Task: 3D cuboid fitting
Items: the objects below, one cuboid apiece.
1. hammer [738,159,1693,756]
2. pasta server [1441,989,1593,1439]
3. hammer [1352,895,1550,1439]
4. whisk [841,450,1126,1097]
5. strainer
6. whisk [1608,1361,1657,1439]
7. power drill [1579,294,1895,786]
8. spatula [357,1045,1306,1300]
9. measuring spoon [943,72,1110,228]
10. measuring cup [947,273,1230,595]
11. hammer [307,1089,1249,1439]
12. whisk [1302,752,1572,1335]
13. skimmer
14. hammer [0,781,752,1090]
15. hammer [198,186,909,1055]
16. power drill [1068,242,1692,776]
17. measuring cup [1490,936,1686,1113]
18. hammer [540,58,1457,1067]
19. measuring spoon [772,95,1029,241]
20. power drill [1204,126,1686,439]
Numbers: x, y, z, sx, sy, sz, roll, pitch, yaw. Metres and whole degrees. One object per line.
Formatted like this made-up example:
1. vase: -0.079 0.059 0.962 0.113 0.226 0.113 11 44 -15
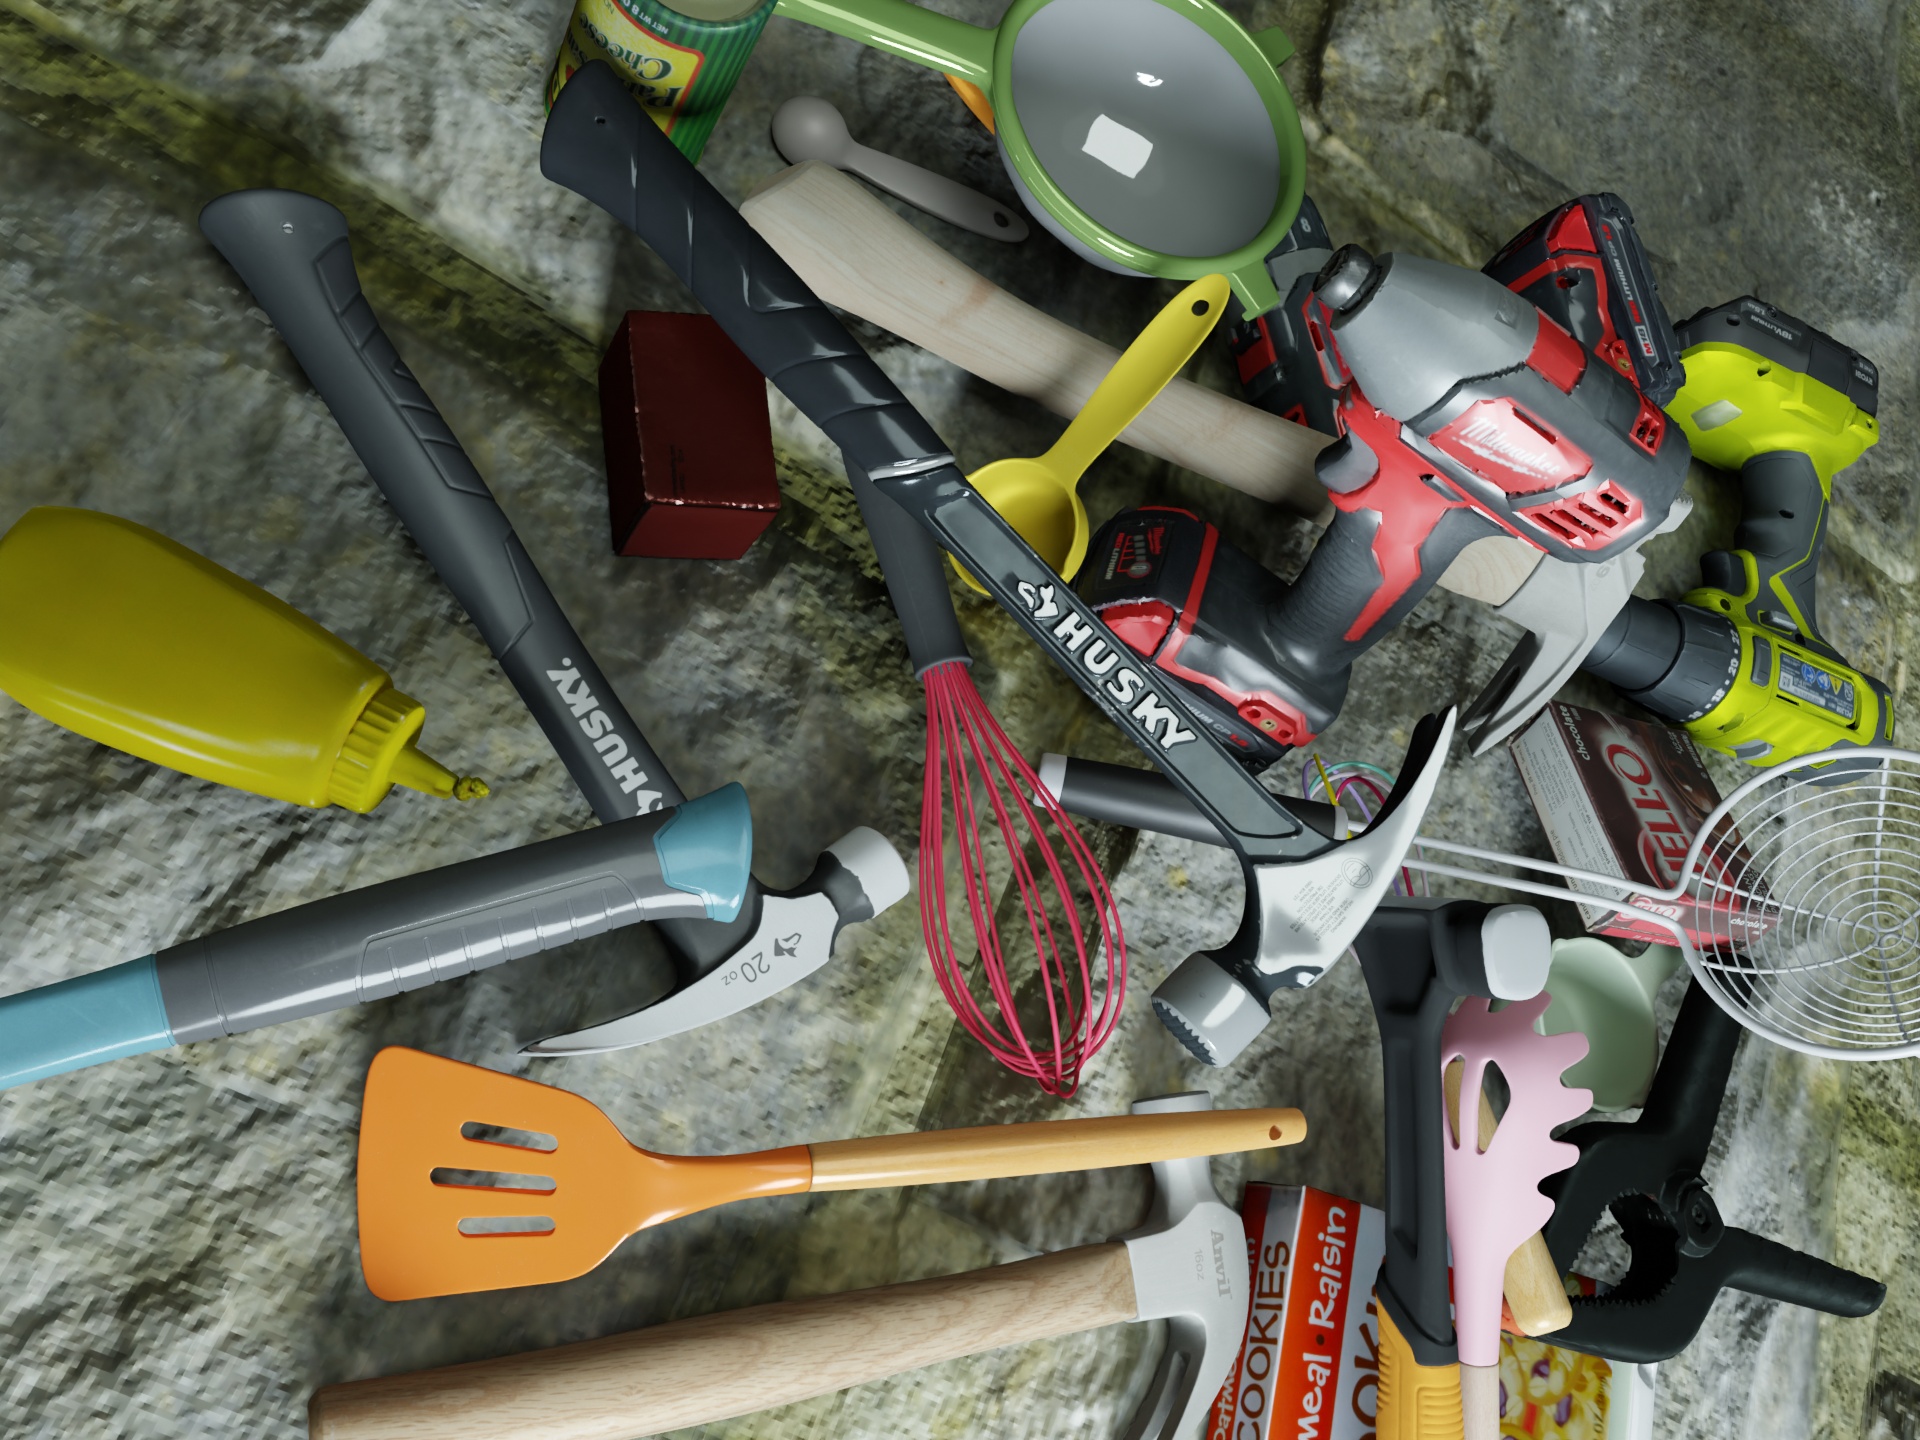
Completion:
1. hammer: 0.094 -0.118 0.678 0.410 0.146 0.038 22 31 -9
2. pasta server: 0.190 0.256 0.575 0.040 0.060 0.316 1 90 -46
3. hammer: 0.154 0.231 0.557 0.034 0.127 0.337 3 84 -27
4. whisk: -0.001 -0.002 0.609 0.073 0.073 0.296 -9 73 -28
5. strainer: 0.022 -0.259 0.680 0.256 0.069 0.152 13 70 -17
6. whisk: 0.256 0.367 0.631 0.057 0.059 0.246 35 57 -27
7. power drill: 0.394 -0.095 0.819 0.190 0.080 0.229 19 70 -20
8. spatula: -0.030 0.144 0.534 0.322 0.041 0.081 1 92 -20
9. measuring spoon: 0.029 -0.270 0.730 0.117 0.011 0.021 47 61 -6
10. measuring cup: 0.056 -0.113 0.641 0.062 0.029 0.156 43 98 19
11. hammer: -0.043 0.213 0.540 0.331 0.031 0.130 -2 75 -26
12. whisk: 0.189 0.120 0.643 0.051 0.047 0.245 -9 62 -14
13. skimmer: 0.211 0.043 0.607 0.363 0.090 0.127 11 63 2
14. hammer: -0.218 0.079 0.467 0.331 0.033 0.128 -15 81 -19
15. hammer: -0.163 -0.039 0.555 0.146 0.035 0.335 -33 91 -30
16. power drill: 0.139 -0.077 0.599 0.143 0.219 0.079 33 49 -15
17. measuring cup: 0.302 0.119 0.735 0.167 0.038 0.083 -29 90 -36
18. hammer: 0.001 -0.078 0.560 0.149 0.036 0.409 -43 88 -10
19. measuring spoon: -0.022 -0.239 0.692 0.124 0.018 0.034 18 68 -21
20. power drill: 0.224 -0.206 0.772 0.226 0.080 0.188 -10 79 -25
